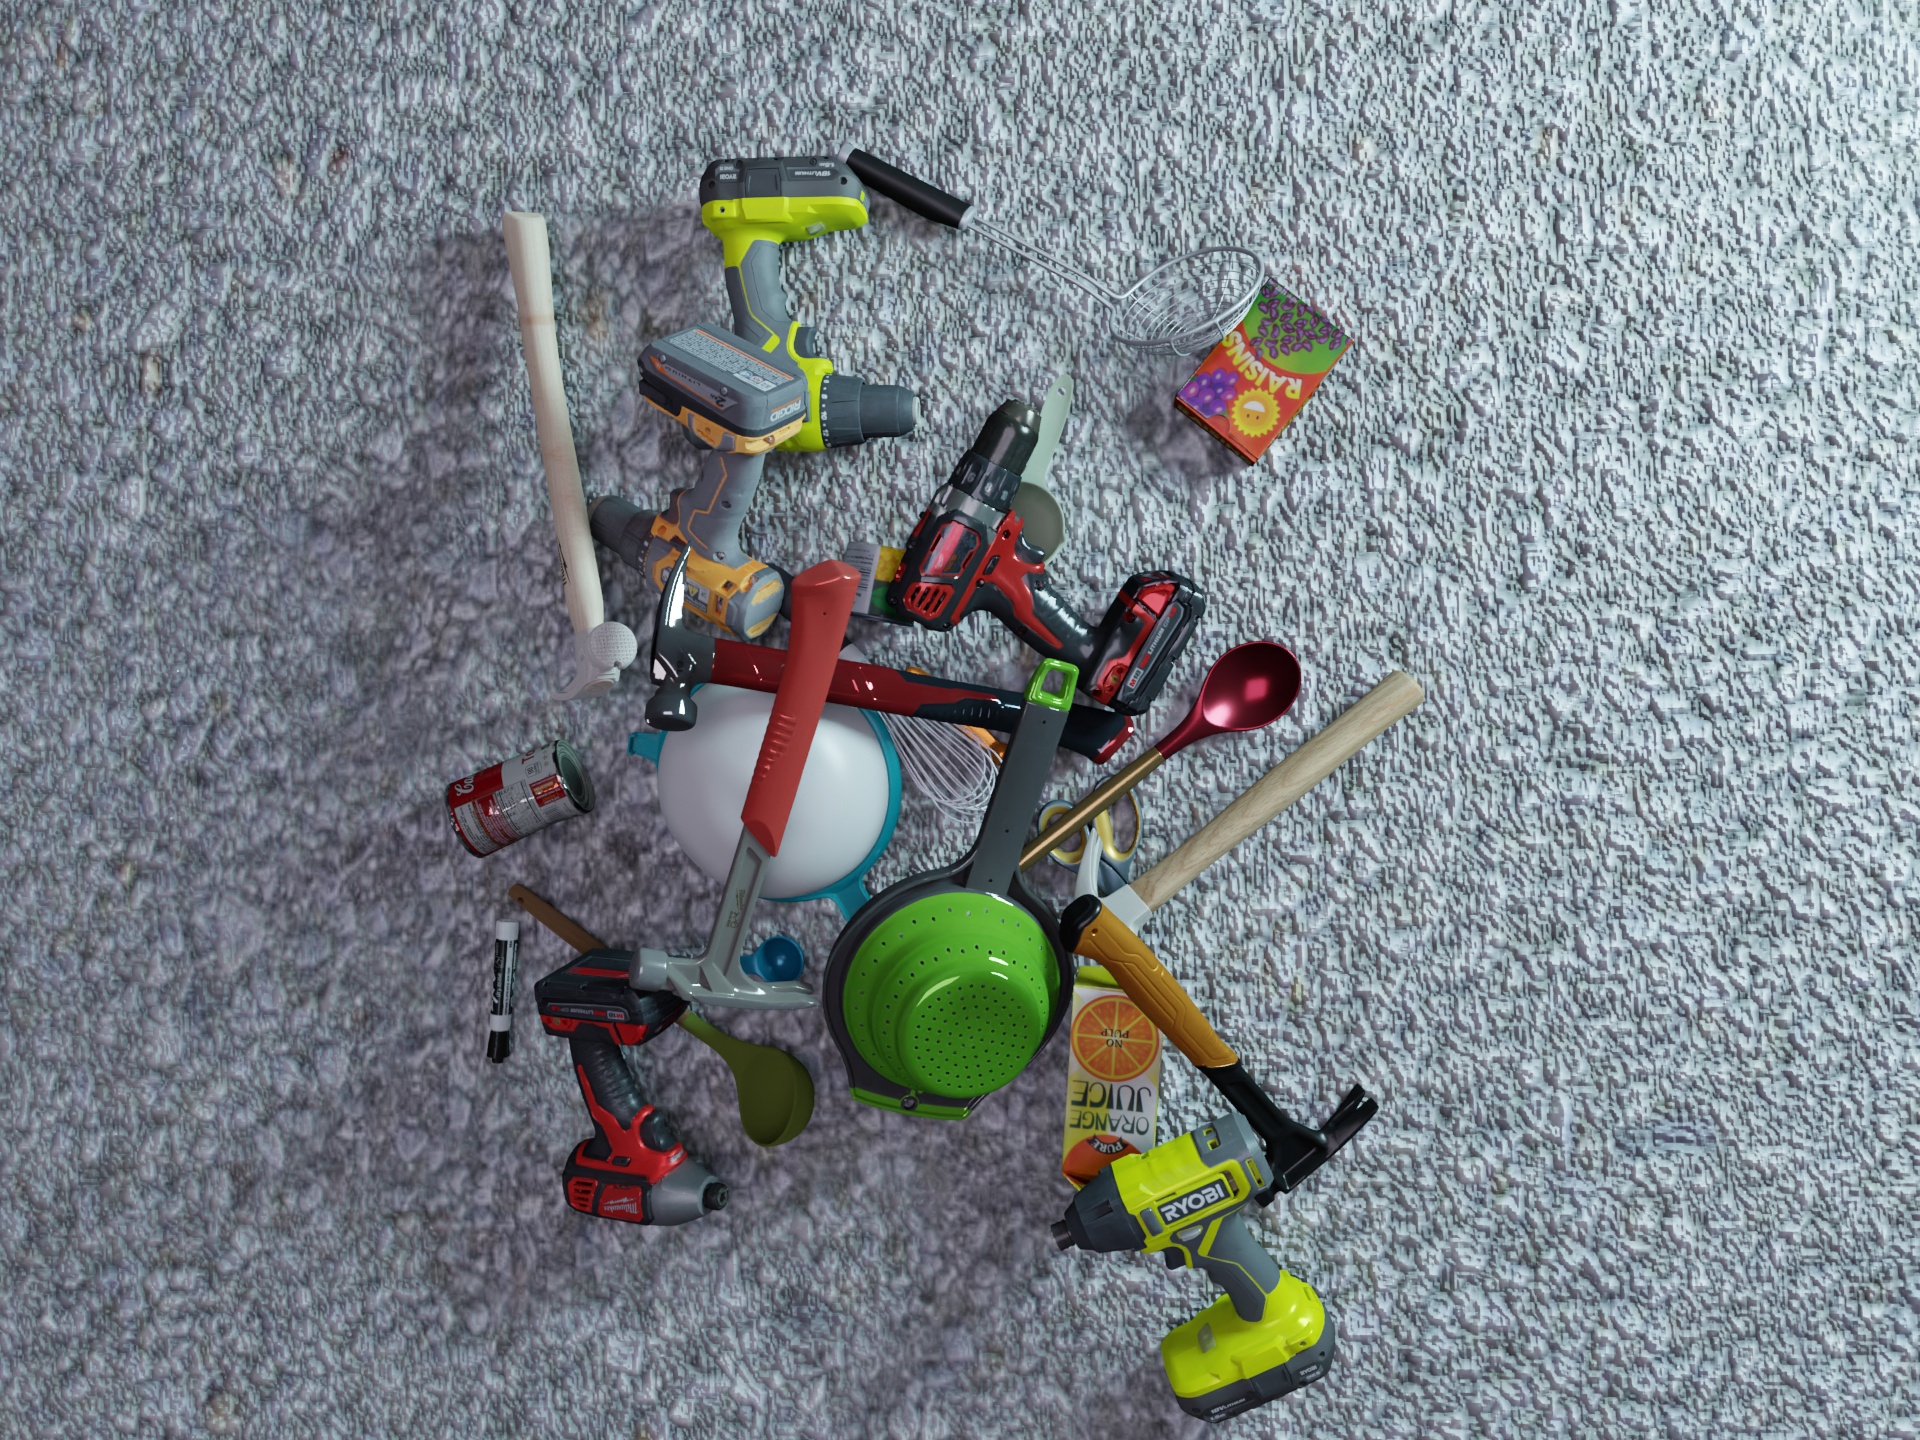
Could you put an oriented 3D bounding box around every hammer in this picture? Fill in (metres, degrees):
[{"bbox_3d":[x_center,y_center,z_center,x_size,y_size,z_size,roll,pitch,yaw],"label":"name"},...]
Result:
[{"bbox_3d":[-0.334,-0.221,1.309,0.038,0.146,0.411,-6,79,-29],"label":"hammer"},{"bbox_3d":[-0.045,-0.036,1.235,0.386,0.038,0.143,10,71,-19],"label":"hammer"},{"bbox_3d":[-0.130,0.055,1.174,0.149,0.037,0.359,11,111,-23],"label":"hammer"},{"bbox_3d":[0.188,0.240,1.206,0.127,0.034,0.336,-41,117,3],"label":"hammer"},{"bbox_3d":[0.229,0.069,1.256,0.331,0.031,0.130,-38,59,-6],"label":"hammer"}]

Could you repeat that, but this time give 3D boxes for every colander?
[{"bbox_3d":[0.023,0.149,1.219,0.204,0.095,0.397,14,103,-16],"label":"colander"}]

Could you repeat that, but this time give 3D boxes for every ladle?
[{"bbox_3d":[-0.253,0.236,1.315,0.320,0.062,0.078,35,109,7],"label":"ladle"},{"bbox_3d":[0.141,0.044,1.280,0.315,0.031,0.069,-38,92,-1],"label":"ladle"}]

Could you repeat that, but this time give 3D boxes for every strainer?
[{"bbox_3d":[-0.126,0.111,1.264,0.211,0.095,0.340,-31,93,19],"label":"strainer"}]

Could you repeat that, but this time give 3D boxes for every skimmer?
[{"bbox_3d":[0.063,-0.395,1.268,0.363,0.090,0.127,29,60,7],"label":"skimmer"}]

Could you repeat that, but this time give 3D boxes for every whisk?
[{"bbox_3d":[-0.068,-0.028,1.300,0.070,0.070,0.285,-44,82,4],"label":"whisk"}]

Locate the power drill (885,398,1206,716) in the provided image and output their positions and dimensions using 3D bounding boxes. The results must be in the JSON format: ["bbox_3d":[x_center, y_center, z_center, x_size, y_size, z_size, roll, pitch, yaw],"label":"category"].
[{"bbox_3d":[0.076,-0.124,1.239,0.226,0.080,0.188,27,100,-10],"label":"power drill"}]

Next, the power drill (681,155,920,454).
[{"bbox_3d":[-0.129,-0.332,1.293,0.190,0.080,0.228,0,93,6],"label":"power drill"}]

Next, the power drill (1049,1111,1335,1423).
[{"bbox_3d":[0.182,0.423,1.224,0.171,0.080,0.223,-26,111,4],"label":"power drill"}]

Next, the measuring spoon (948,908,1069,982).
[{"bbox_3d":[0.038,0.185,1.306,0.124,0.018,0.034,26,92,4],"label":"measuring spoon"}]

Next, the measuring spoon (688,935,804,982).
[{"bbox_3d":[-0.189,0.204,1.331,0.128,0.021,0.042,-8,92,14],"label":"measuring spoon"}]

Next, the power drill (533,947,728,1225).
[{"bbox_3d":[-0.260,0.301,1.276,0.143,0.078,0.219,1,104,25],"label":"power drill"}]

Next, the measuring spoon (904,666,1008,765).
[{"bbox_3d":[-0.002,-0.004,1.313,0.117,0.011,0.021,42,93,4],"label":"measuring spoon"}]

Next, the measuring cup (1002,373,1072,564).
[{"bbox_3d":[0.061,-0.199,1.296,0.083,0.038,0.167,18,90,5],"label":"measuring cup"}]

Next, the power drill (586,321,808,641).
[{"bbox_3d":[-0.214,-0.193,1.252,0.185,0.084,0.226,30,130,19],"label":"power drill"}]
